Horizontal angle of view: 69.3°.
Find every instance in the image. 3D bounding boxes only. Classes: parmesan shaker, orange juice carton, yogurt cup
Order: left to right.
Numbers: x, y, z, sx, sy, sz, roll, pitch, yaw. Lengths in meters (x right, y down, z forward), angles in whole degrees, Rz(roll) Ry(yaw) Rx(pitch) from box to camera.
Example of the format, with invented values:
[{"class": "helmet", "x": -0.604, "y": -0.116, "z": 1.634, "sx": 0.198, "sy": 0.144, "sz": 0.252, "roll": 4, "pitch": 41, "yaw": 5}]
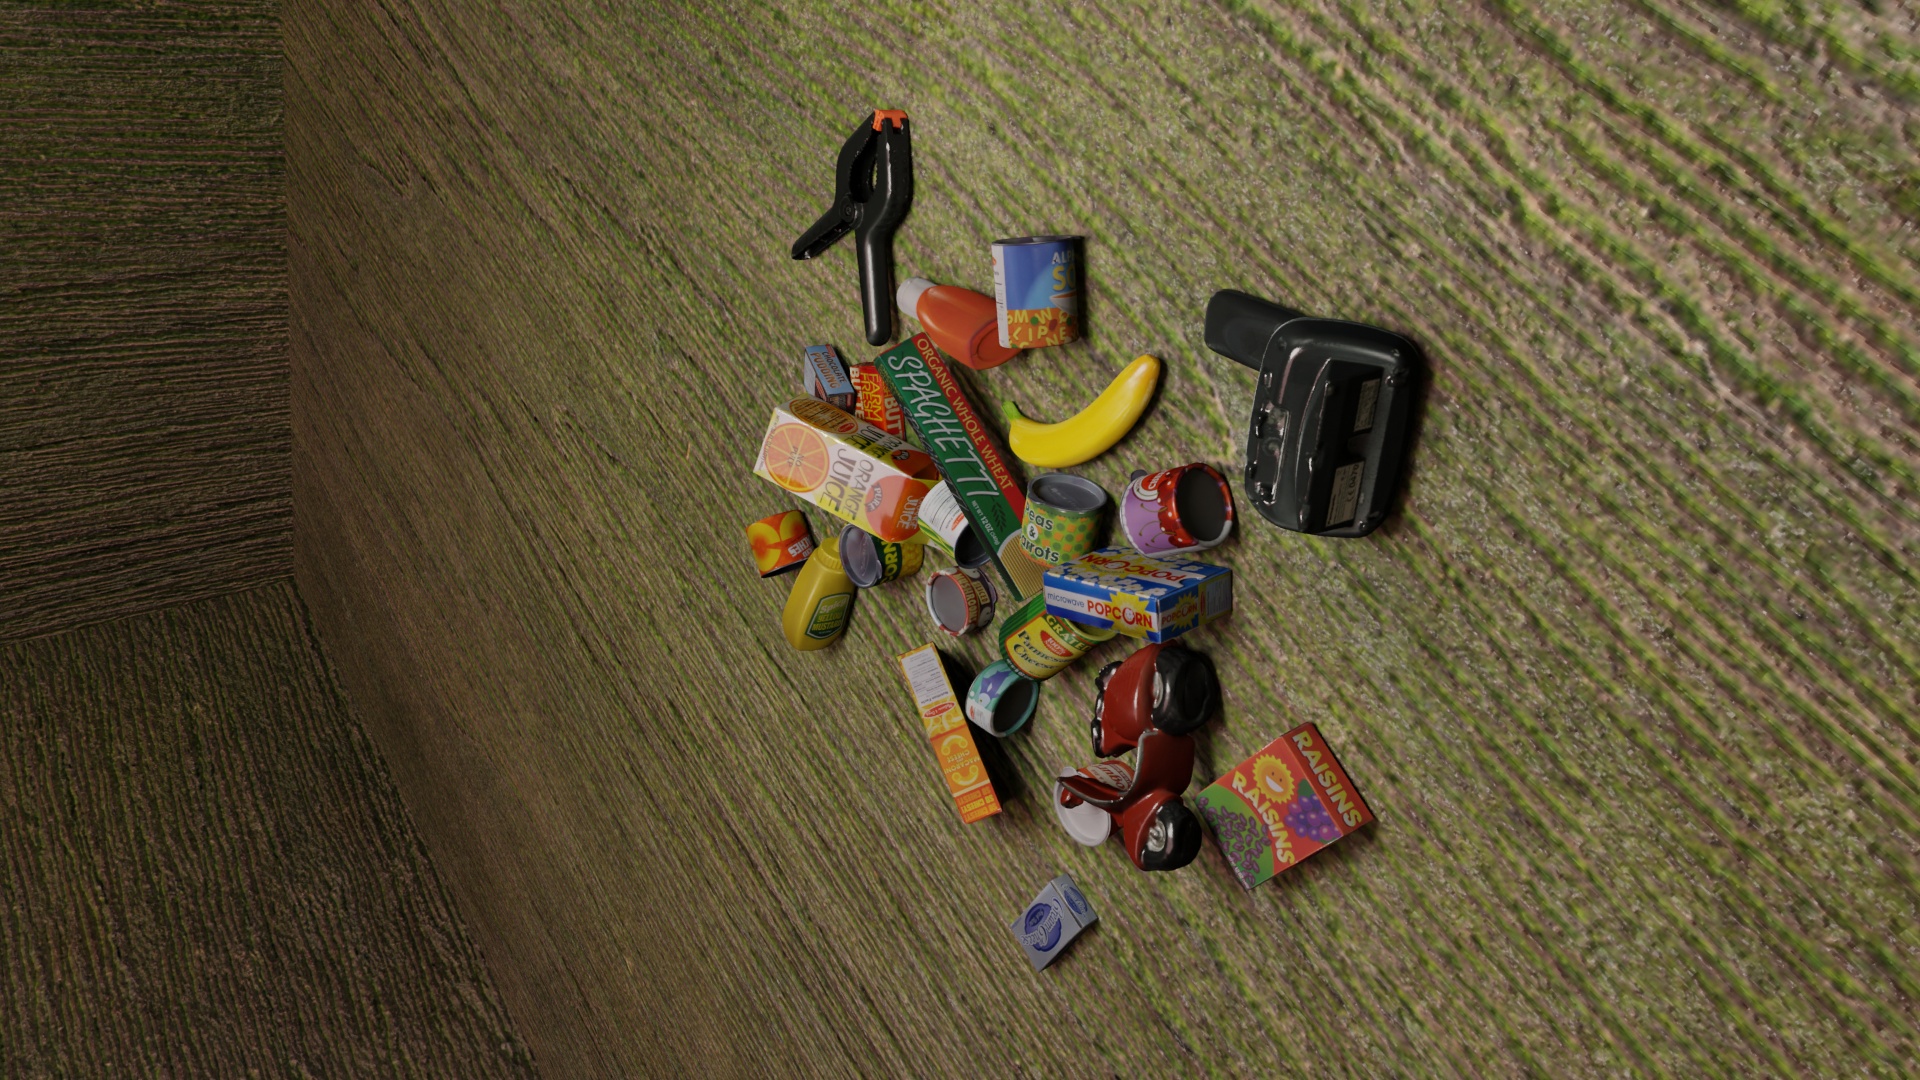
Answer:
[{"class": "orange juice carton", "x": -0.091, "y": -0.062, "z": 1.315, "sx": 0.193, "sy": 0.073, "sz": 0.071, "roll": 27, "pitch": 115, "yaw": 10}, {"class": "parmesan shaker", "x": 0.087, "y": 0.076, "z": 1.190, "sx": 0.102, "sy": 0.071, "sz": 0.071, "roll": -43, "pitch": 69, "yaw": 50}, {"class": "yogurt cup", "x": 0.122, "y": 0.225, "z": 1.207, "sx": 0.072, "sy": 0.054, "sz": 0.072, "roll": 23, "pitch": 120, "yaw": 46}]

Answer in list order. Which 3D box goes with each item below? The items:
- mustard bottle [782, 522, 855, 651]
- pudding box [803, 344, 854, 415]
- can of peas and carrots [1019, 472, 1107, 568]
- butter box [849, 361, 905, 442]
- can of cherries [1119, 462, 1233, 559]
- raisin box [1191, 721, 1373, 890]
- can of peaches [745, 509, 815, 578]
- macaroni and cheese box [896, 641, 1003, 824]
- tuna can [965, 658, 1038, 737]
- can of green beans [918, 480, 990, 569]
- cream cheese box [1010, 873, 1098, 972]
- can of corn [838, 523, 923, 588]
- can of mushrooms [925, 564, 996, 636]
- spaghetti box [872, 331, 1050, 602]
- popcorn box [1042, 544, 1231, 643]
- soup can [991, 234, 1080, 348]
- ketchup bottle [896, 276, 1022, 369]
[{"class": "mustard bottle", "x": -0.143, "y": 0.046, "z": 1.473, "sx": 0.049, "sy": 0.065, "sz": 0.159, "roll": 49, "pitch": 133, "yaw": 35}, {"class": "pudding box", "x": -0.132, "y": -0.152, "z": 1.389, "sx": 0.049, "sy": 0.030, "sz": 0.084, "roll": 99, "pitch": 154, "yaw": -43}, {"class": "can of peas and carrots", "x": 0.083, "y": -0.015, "z": 1.155, "sx": 0.071, "sy": 0.071, "sz": 0.058, "roll": 35, "pitch": 129, "yaw": 39}, {"class": "butter box", "x": -0.080, "y": -0.123, "z": 1.361, "sx": 0.053, "sy": 0.024, "sz": 0.103, "roll": 12, "pitch": 112, "yaw": 50}, {"class": "can of cherries", "x": 0.163, "y": -0.024, "z": 1.052, "sx": 0.058, "sy": 0.072, "sz": 0.071, "roll": -14, "pitch": 92, "yaw": 53}, {"class": "raisin box", "x": 0.243, "y": 0.204, "z": 1.059, "sx": 0.086, "sy": 0.040, "sz": 0.122, "roll": 60, "pitch": 142, "yaw": 18}, {"class": "can of peaches", "x": -0.194, "y": 0.003, "z": 1.520, "sx": 0.071, "sy": 0.071, "sz": 0.058, "roll": -28, "pitch": 80, "yaw": 52}, {"class": "macaroni and cheese box", "x": -0.009, "y": 0.183, "z": 1.320, "sx": 0.123, "sy": 0.040, "sz": 0.166, "roll": 74, "pitch": 174, "yaw": -82}, {"class": "tuna can", "x": 0.040, "y": 0.143, "z": 1.274, "sx": 0.033, "sy": 0.071, "sz": 0.070, "roll": 29, "pitch": 125, "yaw": 36}, {"class": "can of green beans", "x": 0.004, "y": -0.017, "z": 1.259, "sx": 0.058, "sy": 0.071, "sz": 0.071, "roll": 42, "pitch": 133, "yaw": 36}, {"class": "cream cheese box", "x": 0.088, "y": 0.366, "z": 1.328, "sx": 0.053, "sy": 0.024, "sz": 0.103, "roll": 54, "pitch": 139, "yaw": 23}, {"class": "can of corn", "x": -0.077, "y": 0.010, "z": 1.378, "sx": 0.071, "sy": 0.058, "sz": 0.071, "roll": 22, "pitch": 120, "yaw": 46}, {"class": "can of mushrooms", "x": 0.000, "y": 0.056, "z": 1.318, "sx": 0.071, "sy": 0.033, "sz": 0.070, "roll": 22, "pitch": 119, "yaw": 47}, {"class": "spaghetti box", "x": 0.008, "y": -0.064, "z": 1.206, "sx": 0.250, "sy": 0.050, "sz": 0.028, "roll": 59, "pitch": 164, "yaw": 1}, {"class": "popcorn box", "x": 0.138, "y": 0.040, "z": 1.093, "sx": 0.127, "sy": 0.085, "sz": 0.038, "roll": 13, "pitch": 114, "yaw": 49}, {"class": "soup can", "x": 0.064, "y": -0.201, "z": 1.118, "sx": 0.071, "sy": 0.071, "sz": 0.083, "roll": 14, "pitch": 115, "yaw": 49}, {"class": "ketchup bottle", "x": -0.005, "y": -0.195, "z": 1.211, "sx": 0.149, "sy": 0.065, "sz": 0.043, "roll": 38, "pitch": 151, "yaw": 49}]
